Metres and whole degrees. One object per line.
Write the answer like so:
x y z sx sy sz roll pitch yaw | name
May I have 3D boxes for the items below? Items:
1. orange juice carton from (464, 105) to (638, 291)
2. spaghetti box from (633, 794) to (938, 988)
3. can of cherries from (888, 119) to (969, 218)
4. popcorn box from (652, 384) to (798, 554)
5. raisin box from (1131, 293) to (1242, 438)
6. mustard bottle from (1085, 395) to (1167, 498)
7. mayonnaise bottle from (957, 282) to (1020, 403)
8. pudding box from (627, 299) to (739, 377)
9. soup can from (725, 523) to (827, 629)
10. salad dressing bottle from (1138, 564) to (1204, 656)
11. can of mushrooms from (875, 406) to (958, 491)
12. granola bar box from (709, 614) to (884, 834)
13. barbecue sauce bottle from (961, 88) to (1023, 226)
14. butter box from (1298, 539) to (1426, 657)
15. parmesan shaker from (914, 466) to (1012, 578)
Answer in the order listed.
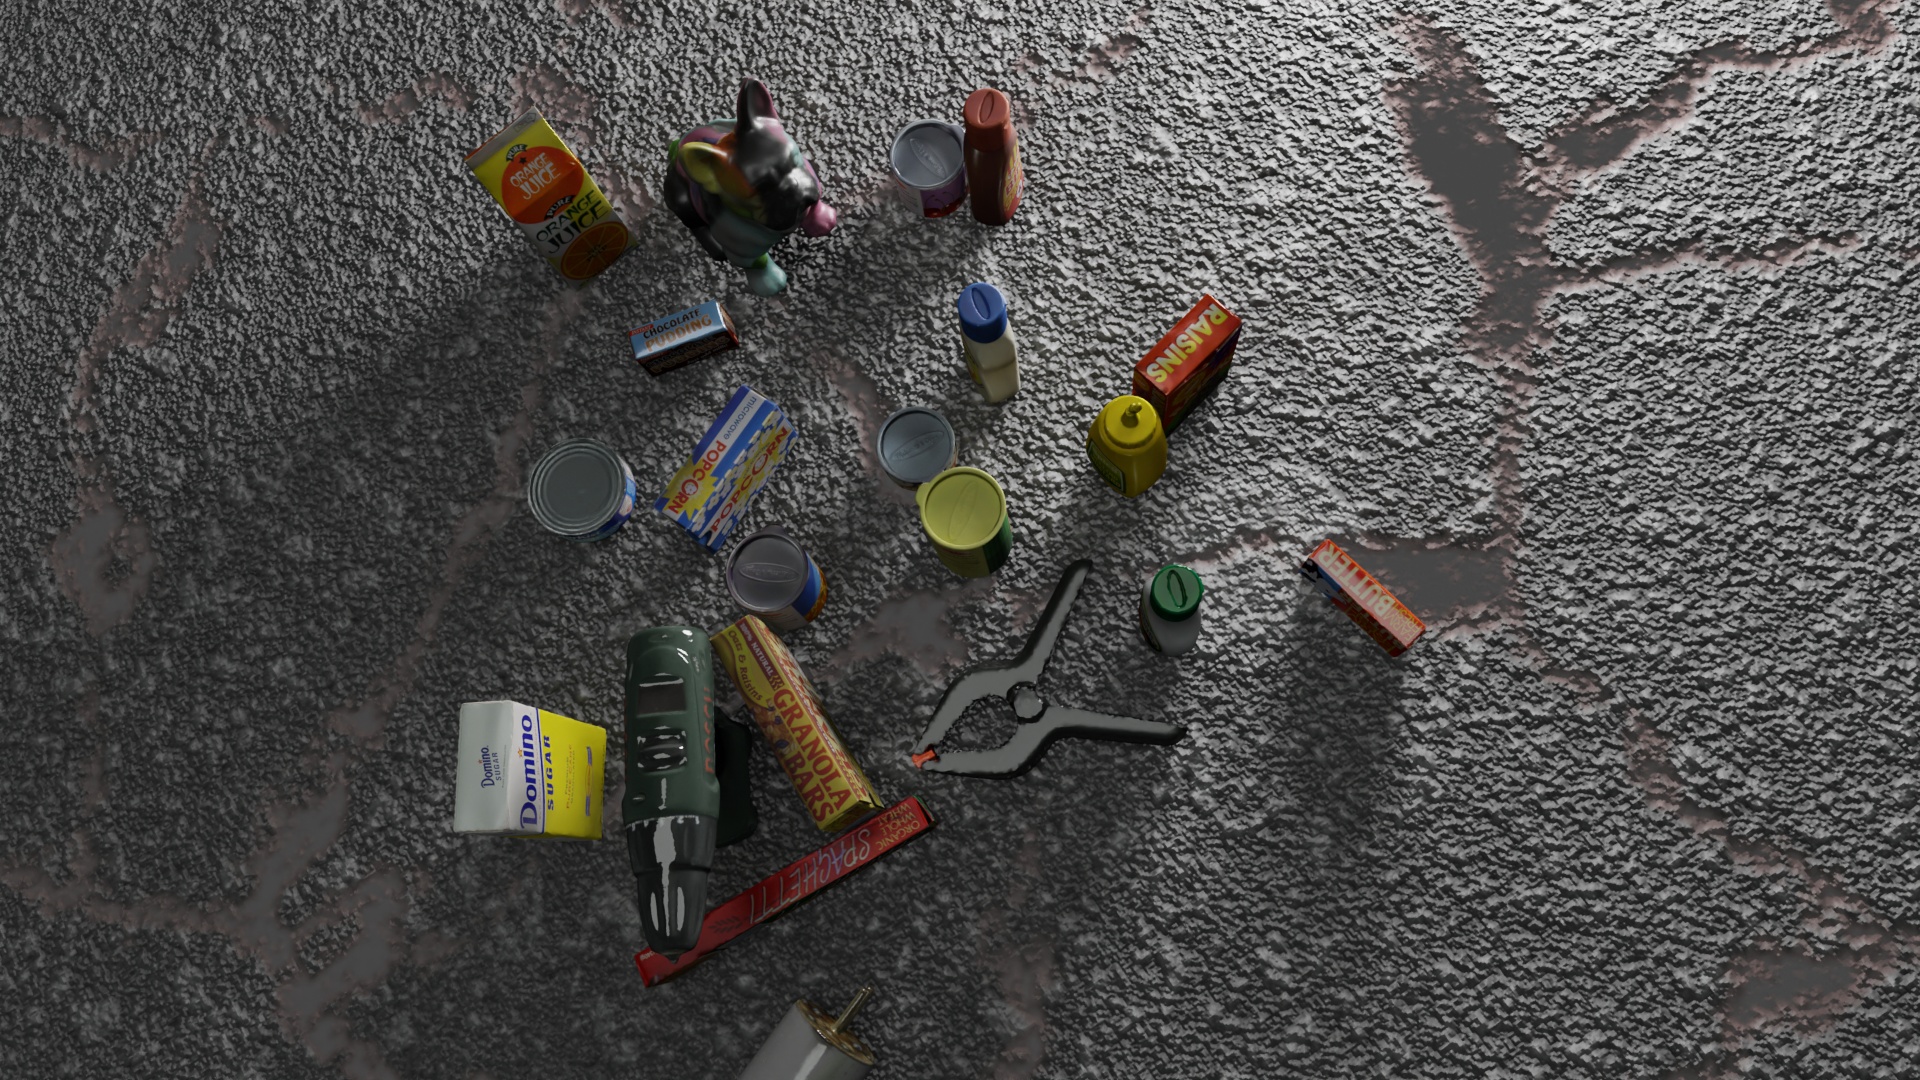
-0.346 -0.291 1.162 0.072 0.192 0.073 -40 76 -5 | orange juice carton
-0.132 0.270 1.075 0.250 0.050 0.029 -30 76 -3 | spaghetti box
-0.023 -0.324 1.211 0.071 0.058 0.071 -1 76 5 | can of cherries
-0.191 -0.058 1.145 0.038 0.085 0.127 33 81 12 | popcorn box
0.178 -0.135 1.111 0.086 0.123 0.040 -44 77 -6 | raisin box
0.130 -0.080 1.083 0.049 0.160 0.065 -41 76 -5 | mustard bottle
0.021 -0.162 1.119 0.041 0.148 0.065 -23 75 0 | mayonnaise bottle
-0.238 -0.174 1.197 0.084 0.049 0.030 -19 75 0 | pudding box
-0.146 0.031 1.119 0.071 0.083 0.071 -1 76 5 | soup can
0.160 0.050 1.053 0.044 0.147 0.064 -13 76 2 | salad dressing bottle
-0.035 -0.074 1.161 0.071 0.033 0.071 -1 76 5 | can of mushrooms
-0.123 0.143 1.068 0.039 0.124 0.166 -32 76 -3 | granola bar box
0.026 -0.322 1.159 0.044 0.148 0.065 14 78 9 | barbecue sauce bottle
0.314 0.046 1.089 0.024 0.053 0.103 -44 76 -6 | butter box
0.004 -0.014 1.107 0.071 0.103 0.071 -1 76 5 | parmesan shaker
